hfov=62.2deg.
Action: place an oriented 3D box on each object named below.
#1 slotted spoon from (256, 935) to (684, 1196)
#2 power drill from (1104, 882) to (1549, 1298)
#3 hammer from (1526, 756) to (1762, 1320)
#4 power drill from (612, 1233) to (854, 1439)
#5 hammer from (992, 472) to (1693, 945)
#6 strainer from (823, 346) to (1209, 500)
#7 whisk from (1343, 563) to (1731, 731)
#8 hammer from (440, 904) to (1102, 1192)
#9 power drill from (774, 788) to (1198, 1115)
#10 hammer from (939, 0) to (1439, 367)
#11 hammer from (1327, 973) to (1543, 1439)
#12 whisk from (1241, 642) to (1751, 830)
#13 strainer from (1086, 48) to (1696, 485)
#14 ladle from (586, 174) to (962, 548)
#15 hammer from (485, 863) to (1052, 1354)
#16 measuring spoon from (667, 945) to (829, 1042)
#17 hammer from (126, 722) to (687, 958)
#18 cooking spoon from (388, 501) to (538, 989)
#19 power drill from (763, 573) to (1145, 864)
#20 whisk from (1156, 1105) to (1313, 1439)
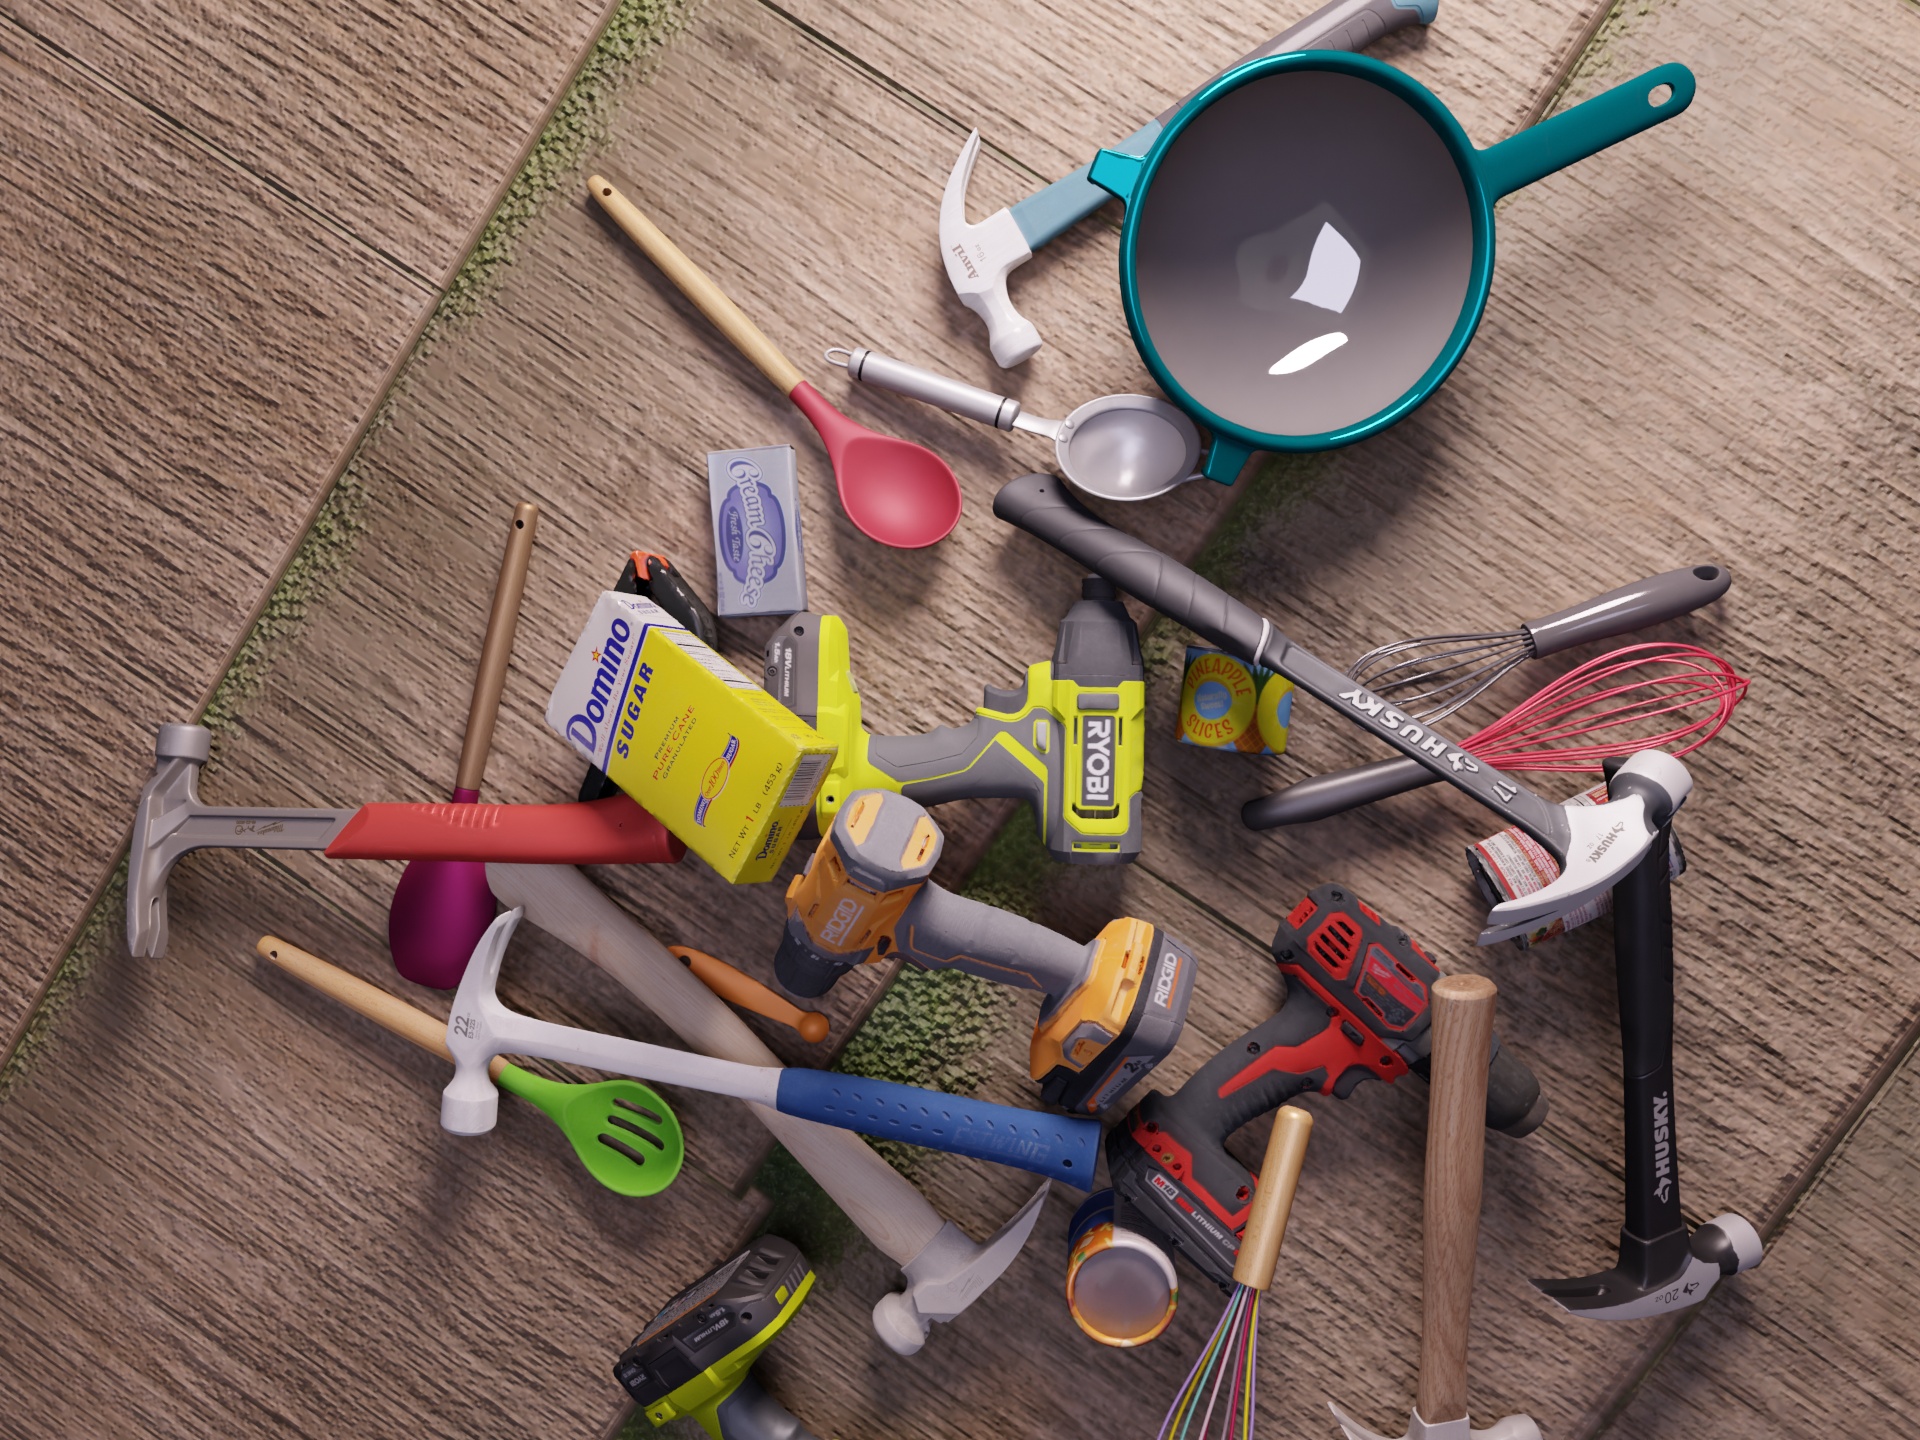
[{"bbox_3d":[-0.315,0.213,1.021,0.314,0.031,0.070,26,96,5],"label":"slotted spoon"},{"bbox_3d":[0.216,0.234,0.947,0.188,0.080,0.226,42,93,1],"label":"power drill"},{"bbox_3d":[0.379,0.180,0.889,0.146,0.035,0.334,-13,105,-19],"label":"hammer"},{"bbox_3d":[-0.083,0.436,0.971,0.190,0.080,0.228,-39,89,23],"label":"power drill"},{"bbox_3d":[0.176,-0.029,0.869,0.409,0.036,0.149,36,57,27],"label":"hammer"},{"bbox_3d":[0.036,-0.180,0.954,0.258,0.050,0.087,21,59,10],"label":"strainer"},{"bbox_3d":[0.336,-0.045,0.931,0.239,0.055,0.055,-19,92,2],"label":"whisk"},{"bbox_3d":[-0.117,0.213,0.951,0.405,0.035,0.144,9,98,10],"label":"hammer"},{"bbox_3d":[0.001,0.147,0.937,0.226,0.084,0.185,27,138,-5],"label":"power drill"},{"bbox_3d":[0.134,-0.349,0.938,0.331,0.033,0.128,-31,91,6],"label":"hammer"},{"bbox_3d":[0.279,0.302,0.913,0.130,0.031,0.331,-6,106,-12],"label":"hammer"},{"bbox_3d":[0.308,0.017,0.932,0.296,0.073,0.073,-17,92,12],"label":"whisk"},{"bbox_3d":[0.242,-0.288,0.903,0.340,0.095,0.211,-25,106,-2],"label":"strainer"},{"bbox_3d":[-0.119,-0.221,0.973,0.069,0.031,0.315,-43,86,-15],"label":"ladle"},{"bbox_3d":[-0.131,0.205,0.990,0.410,0.038,0.146,43,105,3],"label":"hammer"},{"bbox_3d":[-0.137,0.173,1.007,0.117,0.011,0.021,27,96,4],"label":"measuring spoon"},{"bbox_3d":[-0.344,0.078,0.980,0.359,0.036,0.149,1,80,11],"label":"hammer"},{"bbox_3d":[-0.309,0.018,1.011,0.069,0.017,0.319,14,95,5],"label":"cooking spoon"},{"bbox_3d":[-0.002,-0.003,0.954,0.223,0.080,0.171,1,90,2],"label":"power drill"},{"bbox_3d":[0.161,0.338,0.891,0.051,0.047,0.245,17,86,-16],"label":"whisk"}]
